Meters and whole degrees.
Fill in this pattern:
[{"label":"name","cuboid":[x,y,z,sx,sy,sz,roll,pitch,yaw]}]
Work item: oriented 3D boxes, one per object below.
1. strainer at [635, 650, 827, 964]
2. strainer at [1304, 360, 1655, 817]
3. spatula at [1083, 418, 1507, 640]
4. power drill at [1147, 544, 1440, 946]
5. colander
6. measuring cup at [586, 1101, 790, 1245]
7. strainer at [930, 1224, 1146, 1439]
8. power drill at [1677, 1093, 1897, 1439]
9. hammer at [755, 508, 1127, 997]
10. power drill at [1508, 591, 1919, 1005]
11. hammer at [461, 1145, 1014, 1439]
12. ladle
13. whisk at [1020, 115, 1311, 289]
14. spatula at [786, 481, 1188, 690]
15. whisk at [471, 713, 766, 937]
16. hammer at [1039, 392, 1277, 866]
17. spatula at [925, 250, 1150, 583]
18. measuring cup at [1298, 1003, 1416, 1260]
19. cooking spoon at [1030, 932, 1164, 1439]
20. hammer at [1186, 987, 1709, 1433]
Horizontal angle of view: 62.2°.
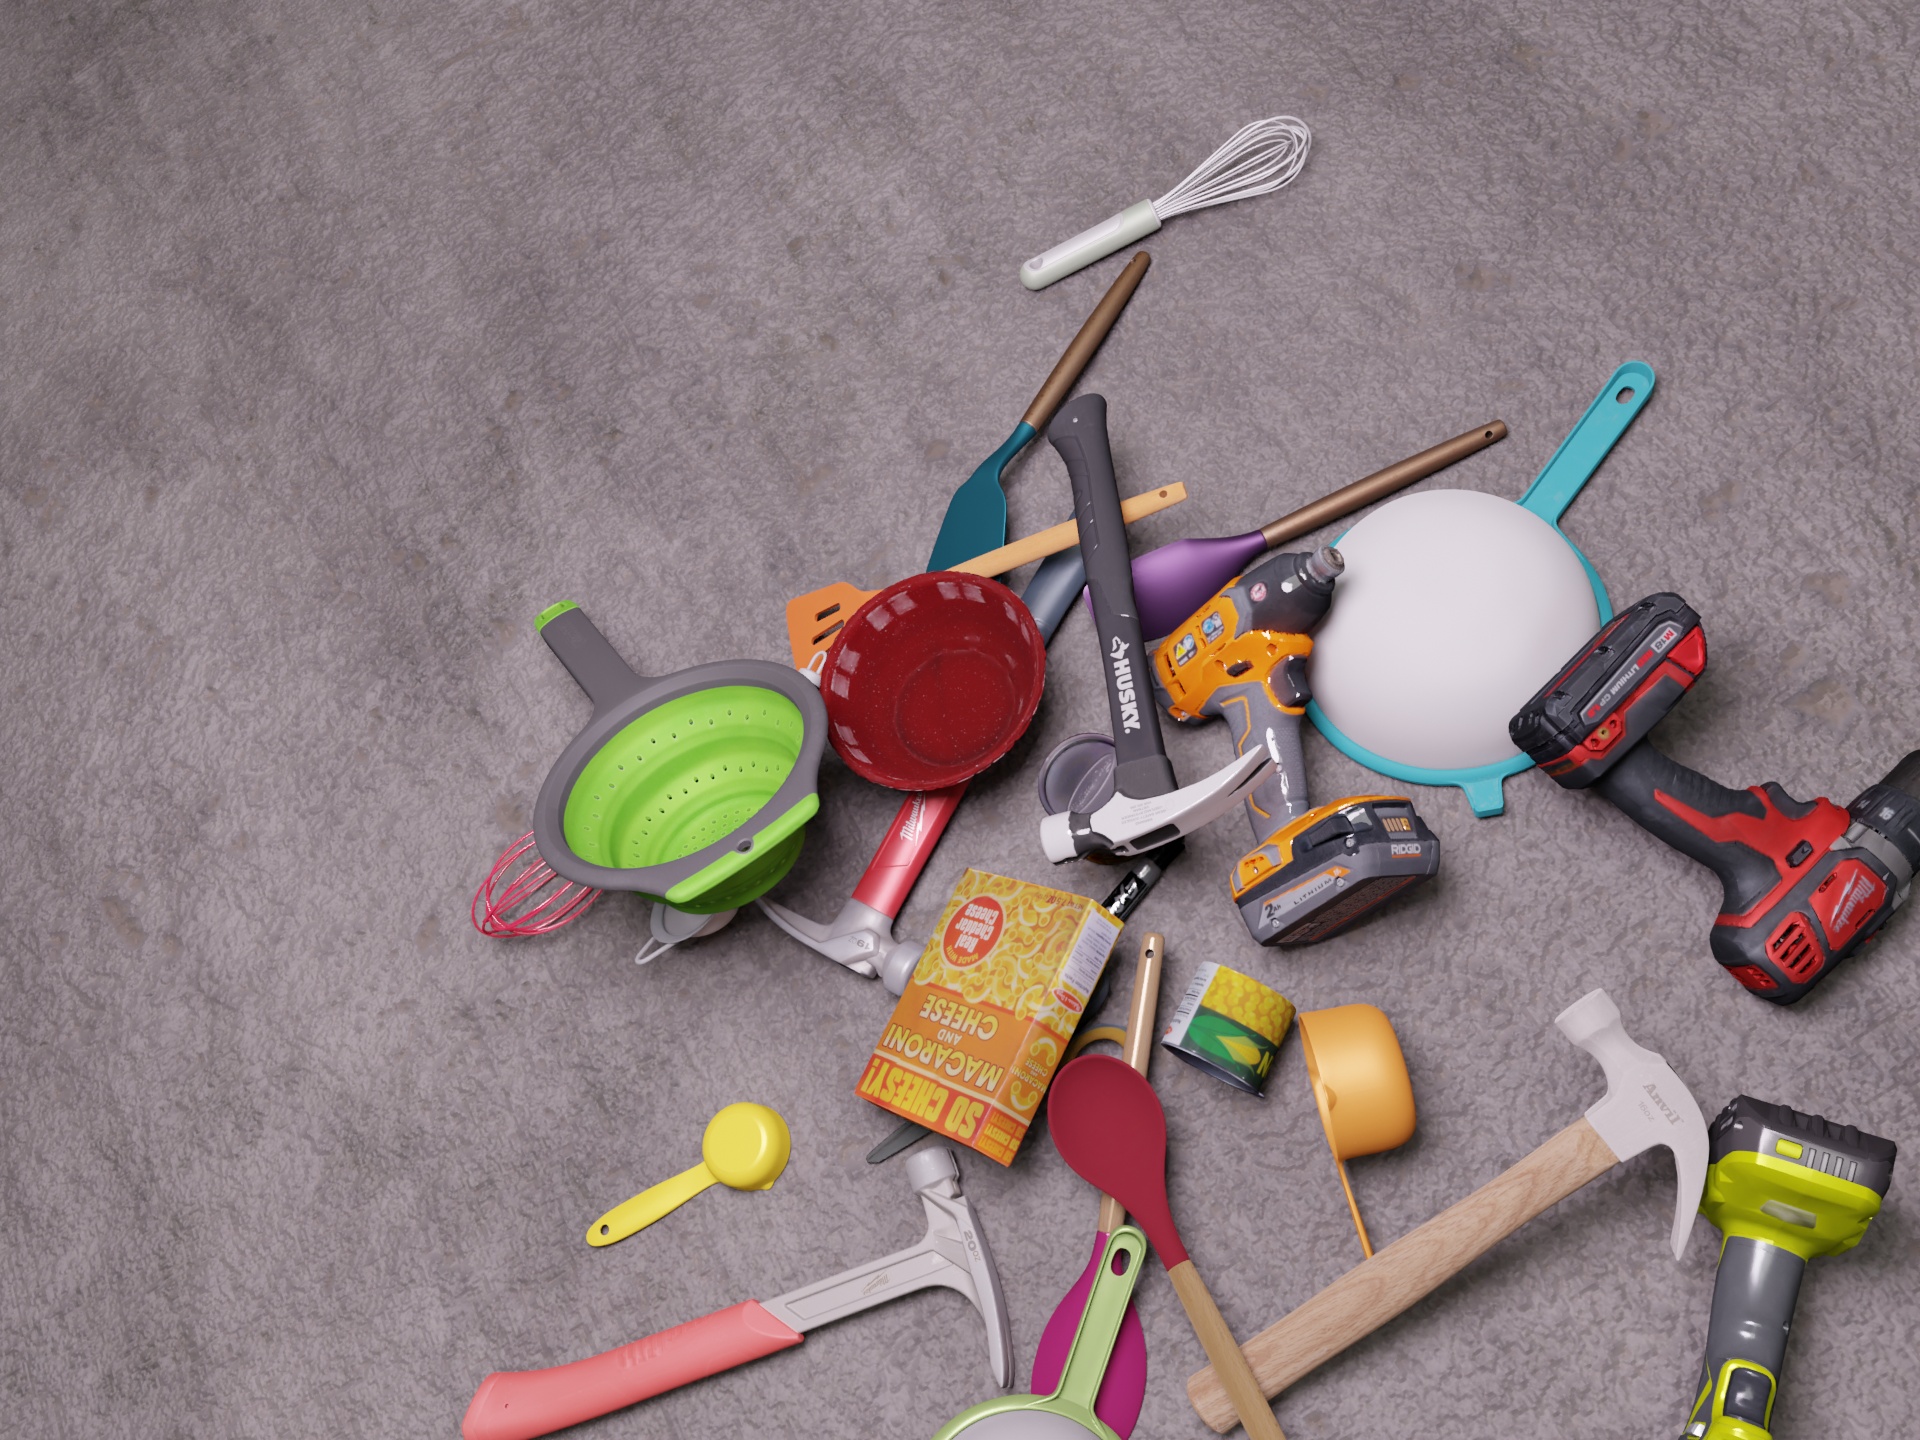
[{"label":"strainer","cuboid":[-0.153,0.064,1.137,0.087,0.050,0.258,11,71,53]},{"label":"strainer","cuboid":[0.354,-0.120,1.038,0.211,0.095,0.340,35,83,26]},{"label":"spatula","cuboid":[0.237,-0.136,1.118,0.316,0.018,0.059,-26,100,3]},{"label":"power drill","cuboid":[0.211,0.009,0.999,0.164,0.084,0.227,-45,53,45]},{"label":"colander","cuboid":[-0.209,0.024,1.109,0.204,0.094,0.398,-34,40,-13]},{"label":"measuring cup","cuboid":[-0.187,0.308,1.061,0.156,0.029,0.062,-30,63,1]},{"label":"strainer","cuboid":[0.058,0.413,0.901,0.151,0.069,0.256,21,75,6]},{"label":"power drill","cuboid":[0.399,0.314,0.796,0.080,0.190,0.229,15,69,22]},{"label":"hammer","cuboid":[-0.002,-0.004,1.130,0.143,0.038,0.386,24,77,26]},{"label":"power drill","cuboid":[0.463,0.027,0.932,0.188,0.080,0.227,-44,82,-4]},{"label":"hammer","cuboid":[-0.147,0.402,1.008,0.359,0.036,0.149,-22,64,6]},{"label":"ladle","cuboid":[0.138,0.336,0.910,0.069,0.031,0.316,-32,62,6]},{"label":"whisk","cuboid":[0.158,-0.400,1.242,0.246,0.059,0.058,-25,51,11]},{"label":"spatula","cuboid":[0.011,-0.104,1.136,0.322,0.041,0.081,-19,73,17]},{"label":"whisk","cuboid":[-0.232,0.061,1.165,0.296,0.073,0.073,-38,63,-6]},{"label":"hammer","cuboid":[0.105,-0.076,1.031,0.146,0.035,0.335,-17,59,19]},{"label":"spatula","cuboid":[0.068,-0.233,1.206,0.082,0.044,0.317,12,63,48]},{"label":"measuring cup","cuboid":[0.246,0.252,0.935,0.052,0.095,0.174,-15,83,5]},{"label":"cooking spoon","cuboid":[0.095,0.289,0.978,0.069,0.017,0.319,6,76,17]},{"label":"hammer","cuboid":[0.263,0.297,0.880,0.331,0.031,0.130,-42,74,16]}]
